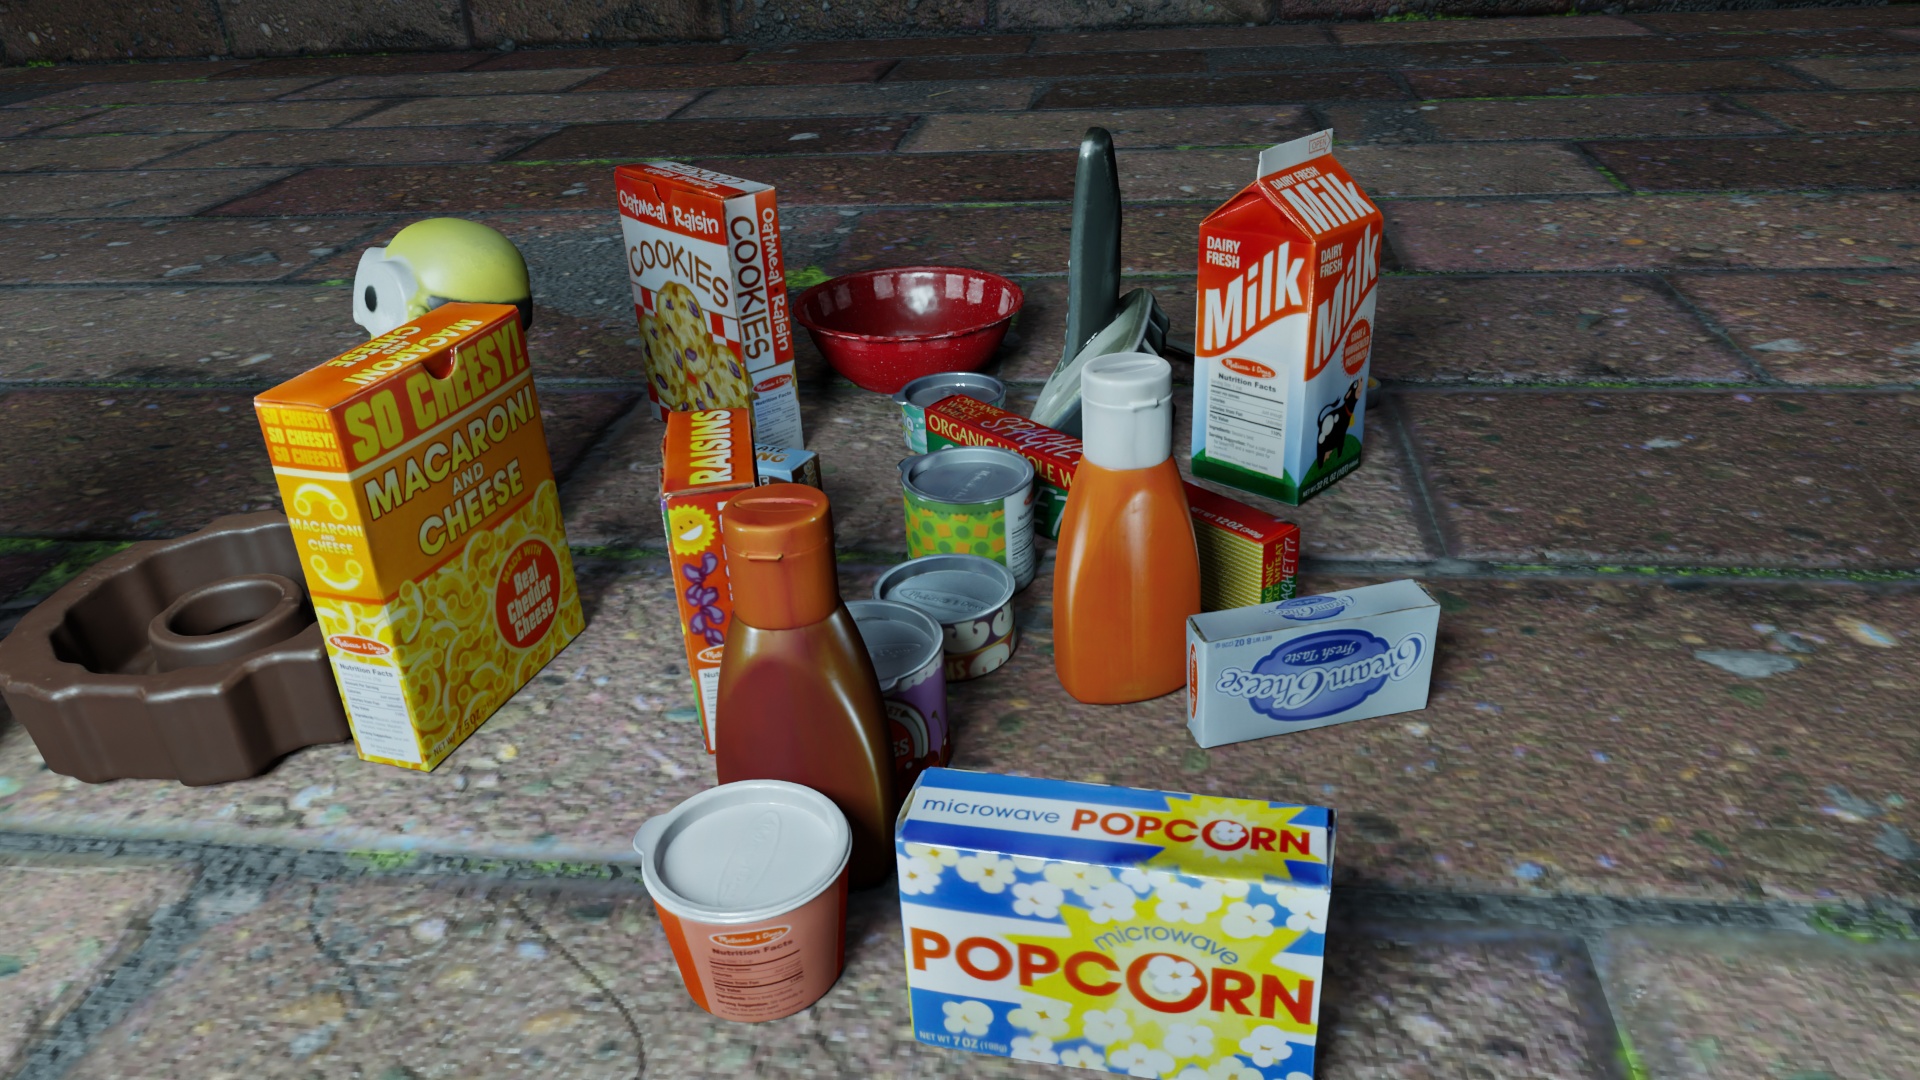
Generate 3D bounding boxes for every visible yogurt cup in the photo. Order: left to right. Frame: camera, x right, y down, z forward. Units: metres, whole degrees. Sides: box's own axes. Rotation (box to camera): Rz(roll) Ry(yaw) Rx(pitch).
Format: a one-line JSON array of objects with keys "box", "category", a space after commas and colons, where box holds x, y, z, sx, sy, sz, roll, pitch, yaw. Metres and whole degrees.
[{"box": [-0.068, 0.121, 0.462, 0.072, 0.053, 0.073, -2, 27, 1], "category": "yogurt cup"}]

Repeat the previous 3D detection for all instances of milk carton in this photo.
[{"box": [0.179, -0.124, 0.764, 0.073, 0.189, 0.073, 21, 36, 39], "category": "milk carton"}]

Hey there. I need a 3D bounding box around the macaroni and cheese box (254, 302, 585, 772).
[{"box": [-0.224, -0.005, 0.601, 0.040, 0.165, 0.124, 6, 28, 17], "category": "macaroni and cheese box"}]

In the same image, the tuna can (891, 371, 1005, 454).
[{"box": [-0.007, -0.079, 0.866, 0.071, 0.032, 0.071, -2, 27, 1], "category": "tuna can"}]

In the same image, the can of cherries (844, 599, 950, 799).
[{"box": [-0.038, 0.066, 0.561, 0.071, 0.058, 0.072, -2, 27, 1], "category": "can of cherries"}]

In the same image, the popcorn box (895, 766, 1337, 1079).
[{"box": [0.046, 0.118, 0.422, 0.127, 0.084, 0.038, 4, 28, 13], "category": "popcorn box"}]

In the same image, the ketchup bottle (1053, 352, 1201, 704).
[{"box": [0.071, -0.004, 0.587, 0.065, 0.148, 0.044, -10, 28, -13], "category": "ketchup bottle"}]

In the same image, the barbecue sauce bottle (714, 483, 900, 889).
[{"box": [-0.057, 0.054, 0.489, 0.065, 0.147, 0.044, 1, 27, 9], "category": "barbecue sauce bottle"}]

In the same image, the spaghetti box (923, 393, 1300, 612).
[{"box": [0.068, -0.021, 0.728, 0.029, 0.050, 0.250, -23, 33, -34], "category": "spaghetti box"}]

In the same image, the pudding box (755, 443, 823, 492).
[{"box": [-0.117, -0.028, 0.761, 0.084, 0.049, 0.030, 10, 30, 24], "category": "pudding box"}]

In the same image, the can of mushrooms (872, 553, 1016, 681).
[{"box": [-0.008, 0.036, 0.643, 0.071, 0.033, 0.071, -2, 27, 1], "category": "can of mushrooms"}]

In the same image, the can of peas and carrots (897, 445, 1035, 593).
[{"box": [0.003, -0.009, 0.702, 0.071, 0.058, 0.071, -2, 27, 1], "category": "can of peas and carrots"}]

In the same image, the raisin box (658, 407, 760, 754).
[{"box": [-0.100, 0.015, 0.596, 0.040, 0.122, 0.086, -6, 27, -6], "category": "raisin box"}]

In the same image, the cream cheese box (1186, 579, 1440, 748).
[{"box": [0.145, 0.051, 0.577, 0.104, 0.053, 0.024, -9, 27, -11], "category": "cream cheese box"}]

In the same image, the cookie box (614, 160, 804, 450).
[{"box": [-0.156, -0.142, 0.859, 0.040, 0.166, 0.123, -25, 34, -36], "category": "cookie box"}]
